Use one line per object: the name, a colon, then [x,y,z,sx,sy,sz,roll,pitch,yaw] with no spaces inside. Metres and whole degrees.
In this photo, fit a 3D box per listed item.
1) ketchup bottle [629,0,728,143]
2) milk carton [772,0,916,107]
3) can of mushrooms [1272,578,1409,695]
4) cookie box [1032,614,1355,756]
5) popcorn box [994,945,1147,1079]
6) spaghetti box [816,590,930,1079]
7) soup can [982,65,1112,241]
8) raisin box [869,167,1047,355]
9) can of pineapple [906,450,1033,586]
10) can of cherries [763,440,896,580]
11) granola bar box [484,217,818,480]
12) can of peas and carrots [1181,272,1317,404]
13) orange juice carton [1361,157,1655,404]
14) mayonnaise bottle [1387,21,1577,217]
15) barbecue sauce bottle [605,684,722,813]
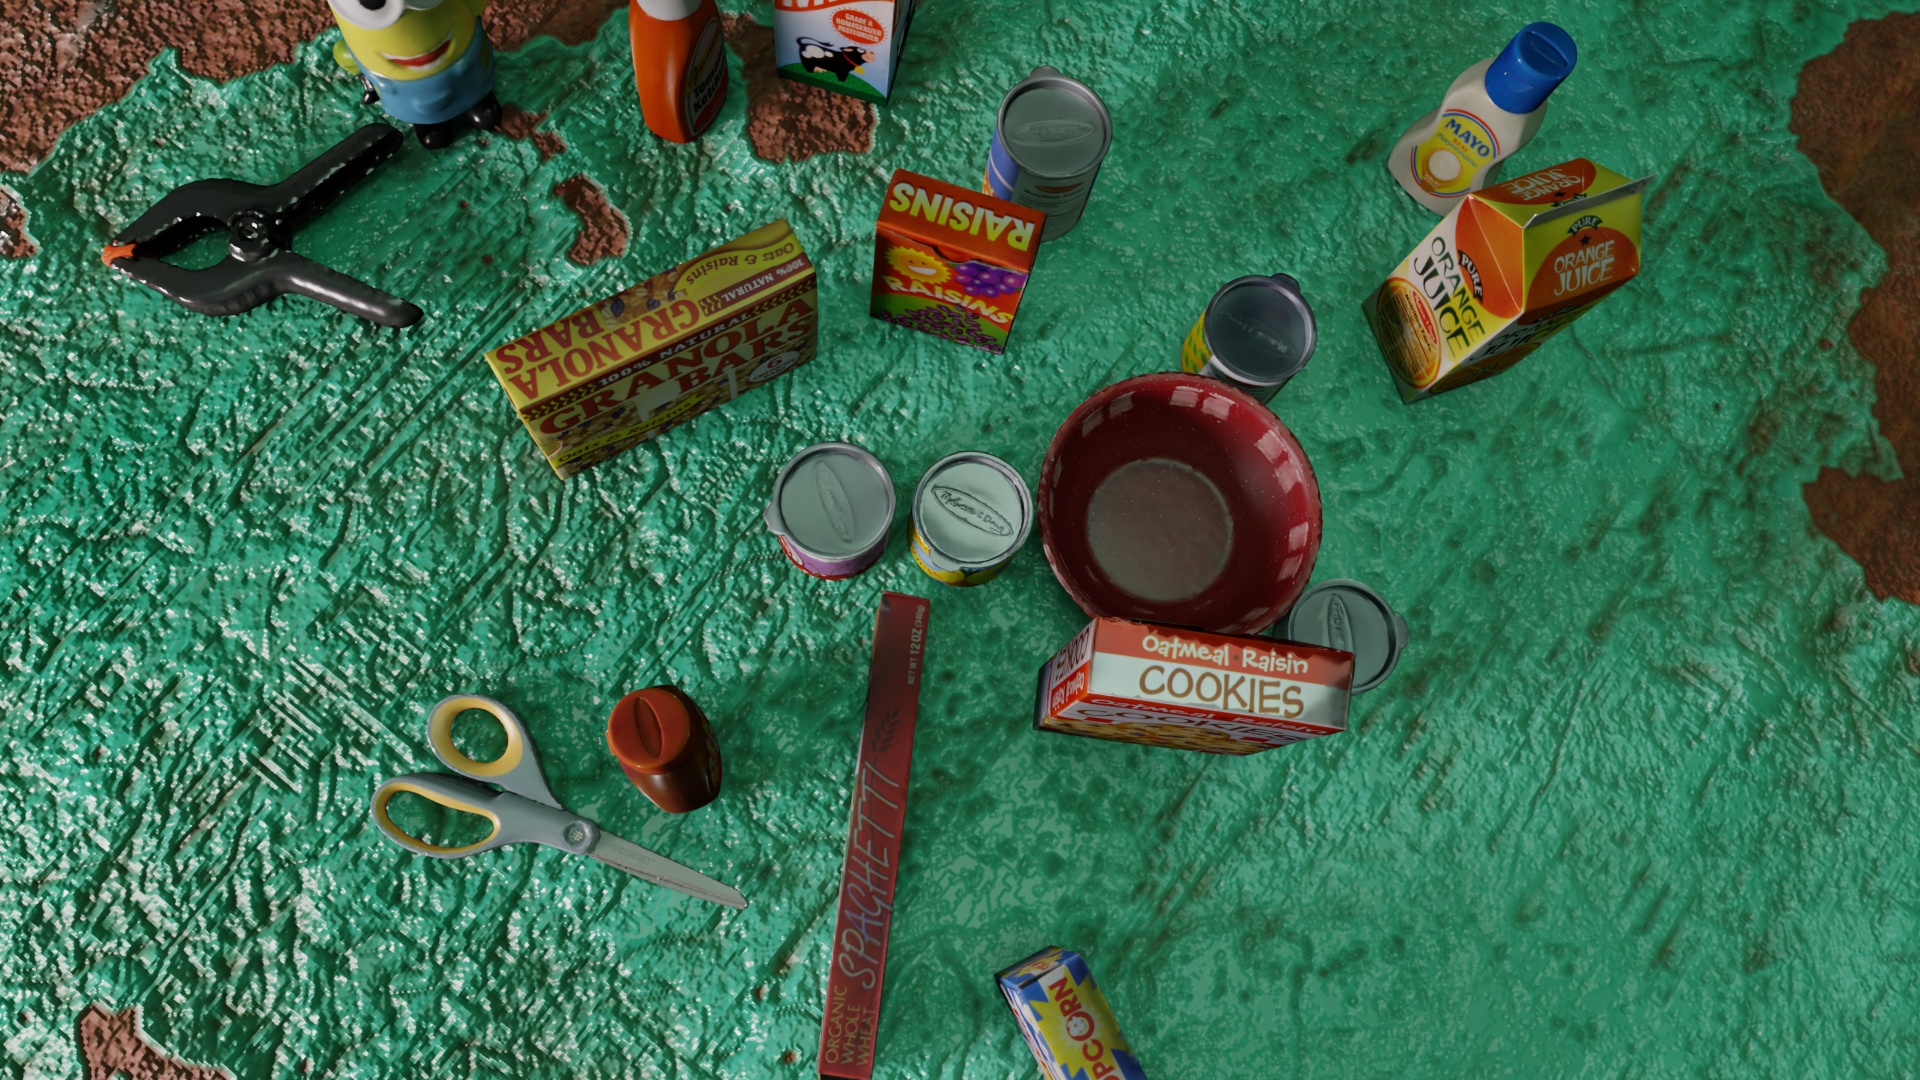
ketchup bottle: [-0.161,-0.287,0.782,0.043,0.148,0.065,25,75,0]
milk carton: [-0.063,-0.332,0.782,0.073,0.190,0.072,15,76,-2]
can of mushrooms: [0.217,0.057,0.794,0.071,0.033,0.071,1,76,-6]
cookie box: [0.111,0.077,0.709,0.123,0.167,0.040,8,76,-4]
popcorn box: [0.067,0.270,0.698,0.038,0.085,0.127,-26,80,-11]
spaghetti box: [-0.046,0.153,0.734,0.029,0.050,0.250,8,75,-4]
soup can: [0.049,-0.227,0.822,0.071,0.083,0.071,1,76,-5]
raisin box: [-0.005,-0.152,0.777,0.086,0.123,0.040,18,75,-1]
can of pineapple: [0.003,-0.010,0.776,0.071,0.057,0.071,1,76,-6]
can of cherries: [-0.073,-0.015,0.769,0.071,0.058,0.071,1,76,-6]
granola bar box: [-0.157,-0.099,0.748,0.166,0.124,0.039,-28,81,-12]
can of peas and carrots: [0.170,-0.117,0.820,0.071,0.058,0.071,1,76,-6]
orange juice carton: [0.302,-0.147,0.772,0.072,0.192,0.073,-18,79,-10]
mayonnaise bottle: [0.309,-0.248,0.821,0.065,0.147,0.041,42,76,5]
barbecue sauce bottle: [-0.146,0.100,0.686,0.044,0.148,0.065,-18,79,-10]
